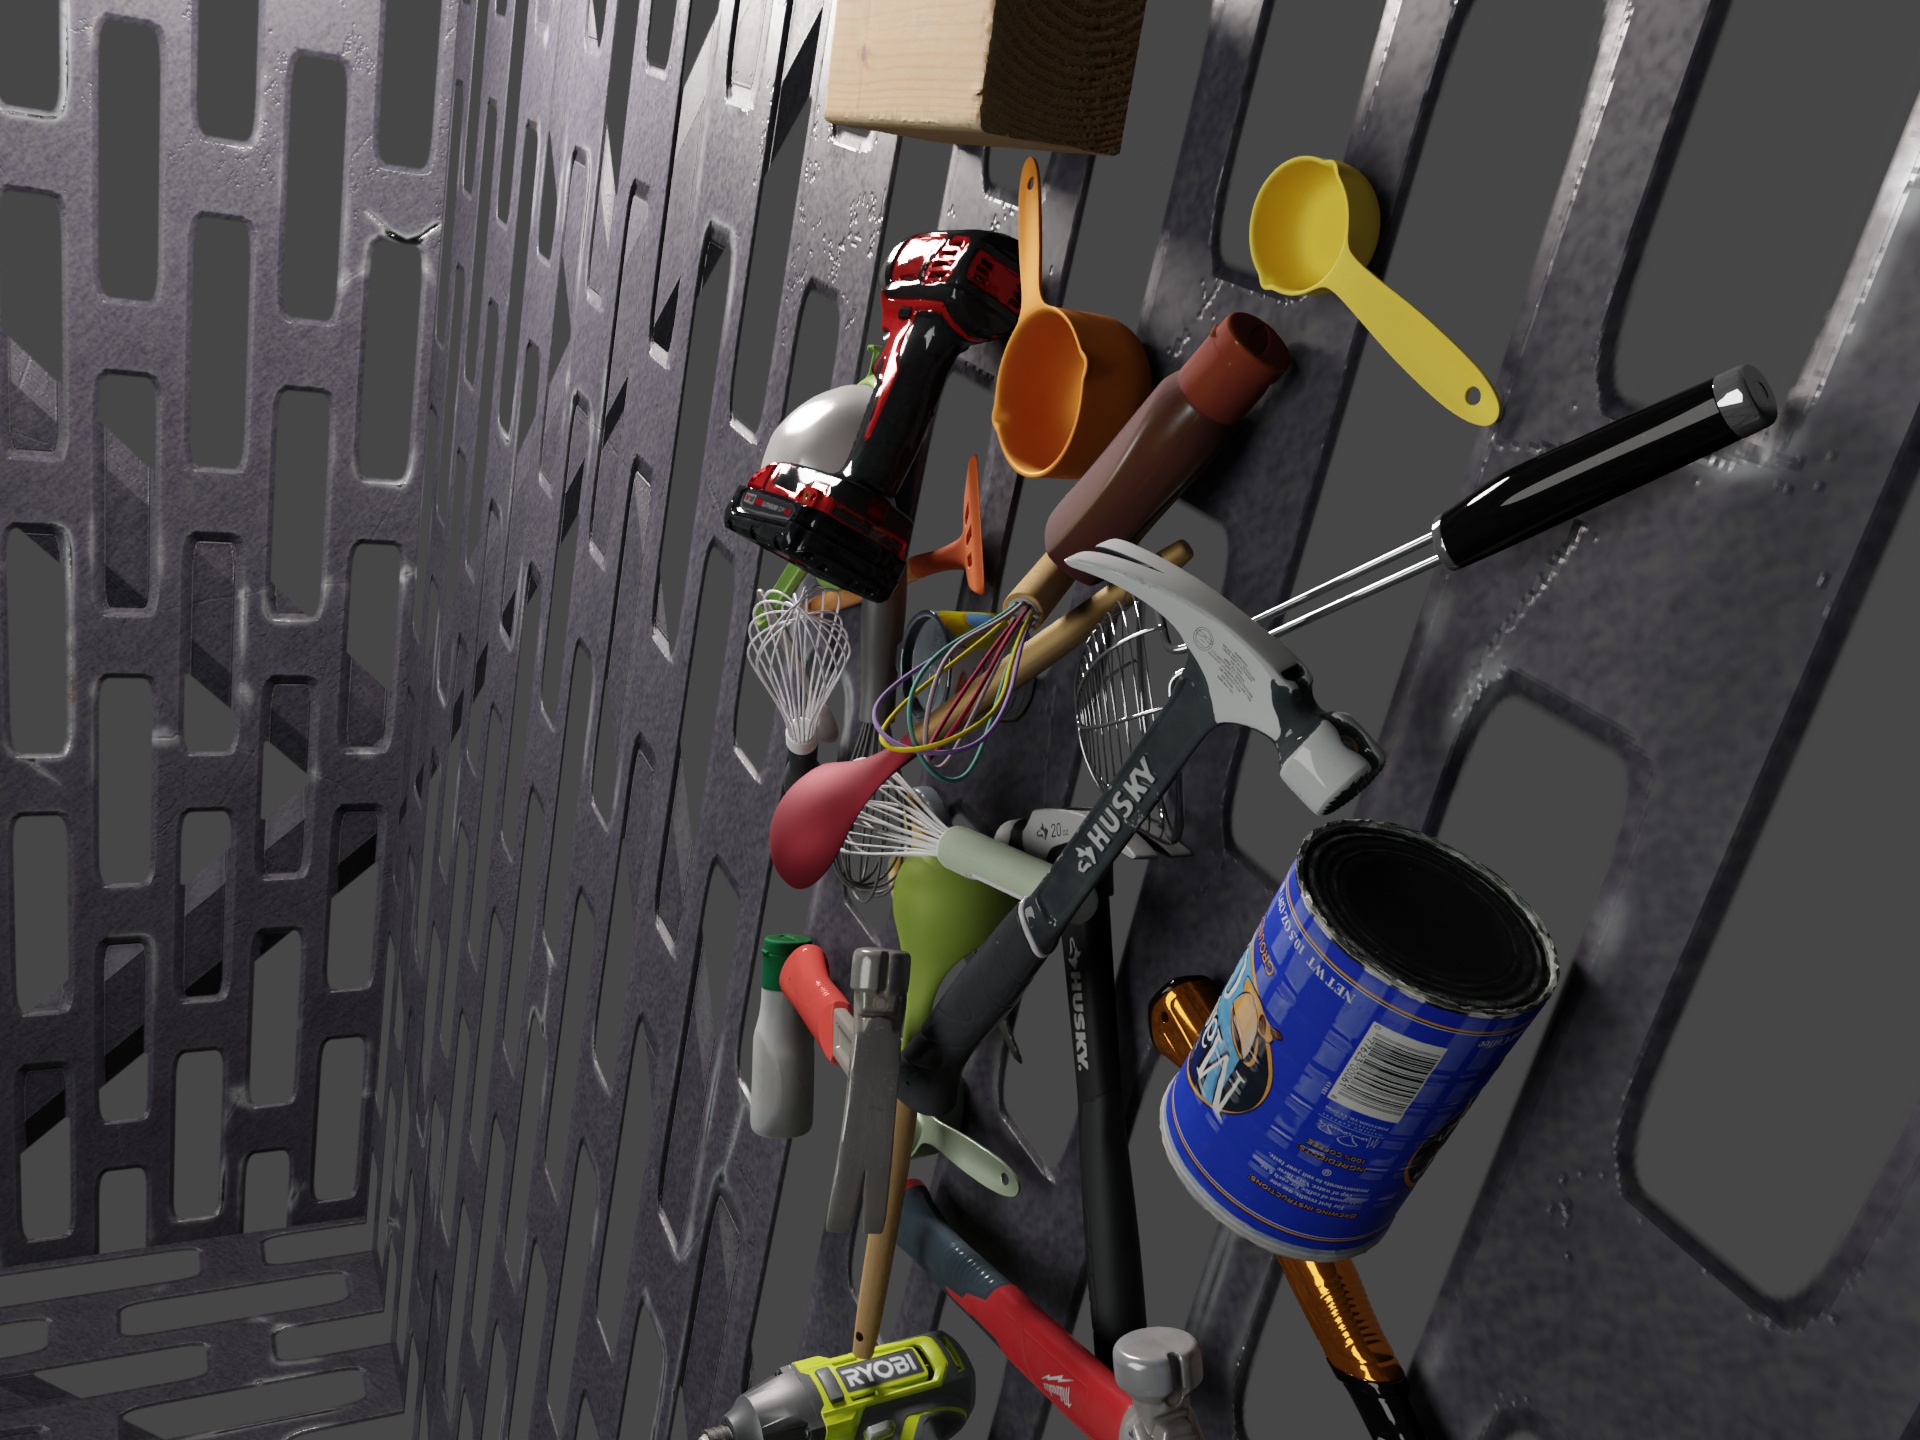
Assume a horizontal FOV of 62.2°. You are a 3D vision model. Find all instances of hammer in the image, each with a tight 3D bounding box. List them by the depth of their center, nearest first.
[{"bbox_3d":[0.162,0.246,0.665,0.127,0.034,0.337,-64,38,40],"label":"hammer"},{"bbox_3d":[0.040,0.085,0.758,0.149,0.036,0.408,50,139,18],"label":"hammer"},{"bbox_3d":[0.076,0.210,0.823,0.146,0.035,0.335,-18,74,61],"label":"hammer"},{"bbox_3d":[0.030,0.338,0.851,0.386,0.038,0.143,180,85,-70],"label":"hammer"},{"bbox_3d":[-0.081,0.199,1.001,0.359,0.036,0.149,173,104,-78],"label":"hammer"}]

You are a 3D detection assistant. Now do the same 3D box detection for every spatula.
[{"bbox_3d":[-0.045,-0.098,1.041,0.322,0.041,0.081,-11,81,62],"label":"spatula"}]

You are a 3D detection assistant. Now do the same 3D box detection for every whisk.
[{"bbox_3d":[0.026,-0.042,0.763,0.051,0.245,0.047,48,126,-7],"label":"whisk"},{"bbox_3d":[-0.008,0.069,0.881,0.246,0.057,0.059,18,90,52],"label":"whisk"},{"bbox_3d":[-0.052,-0.001,0.998,0.055,0.055,0.239,22,111,60],"label":"whisk"},{"bbox_3d":[-0.109,-0.004,1.075,0.284,0.070,0.070,99,158,-62],"label":"whisk"}]

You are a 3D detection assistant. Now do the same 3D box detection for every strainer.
[{"bbox_3d":[-0.121,-0.142,1.123,0.256,0.069,0.152,132,143,-50],"label":"strainer"}]

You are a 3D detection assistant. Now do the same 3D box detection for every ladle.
[{"bbox_3d":[-0.001,-0.003,0.853,0.315,0.031,0.069,-36,48,27],"label":"ladle"},{"bbox_3d":[-0.025,0.223,0.946,0.078,0.062,0.320,13,97,34],"label":"ladle"}]

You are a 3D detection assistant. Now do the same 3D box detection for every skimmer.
[{"bbox_3d":[0.170,-0.046,0.658,0.363,0.090,0.127,-27,61,48],"label":"skimmer"}]

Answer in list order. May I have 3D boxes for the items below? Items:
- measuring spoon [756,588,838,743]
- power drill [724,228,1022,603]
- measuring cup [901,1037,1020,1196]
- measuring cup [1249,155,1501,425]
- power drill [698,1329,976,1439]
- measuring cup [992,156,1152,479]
[{"bbox_3d":[-0.124,-0.037,1.157,0.034,0.018,0.124,-12,106,64],"label":"measuring spoon"},{"bbox_3d":[-0.047,-0.191,0.950,0.143,0.078,0.219,28,90,57],"label":"power drill"},{"bbox_3d":[-0.002,0.248,0.972,0.168,0.038,0.083,20,106,53],"label":"measuring cup"},{"bbox_3d":[0.177,-0.175,0.657,0.157,0.029,0.062,56,138,28],"label":"measuring cup"},{"bbox_3d":[-0.036,0.455,0.895,0.223,0.171,0.080,44,128,49],"label":"power drill"},{"bbox_3d":[0.059,-0.211,0.838,0.095,0.052,0.174,-17,73,60],"label":"measuring cup"}]
